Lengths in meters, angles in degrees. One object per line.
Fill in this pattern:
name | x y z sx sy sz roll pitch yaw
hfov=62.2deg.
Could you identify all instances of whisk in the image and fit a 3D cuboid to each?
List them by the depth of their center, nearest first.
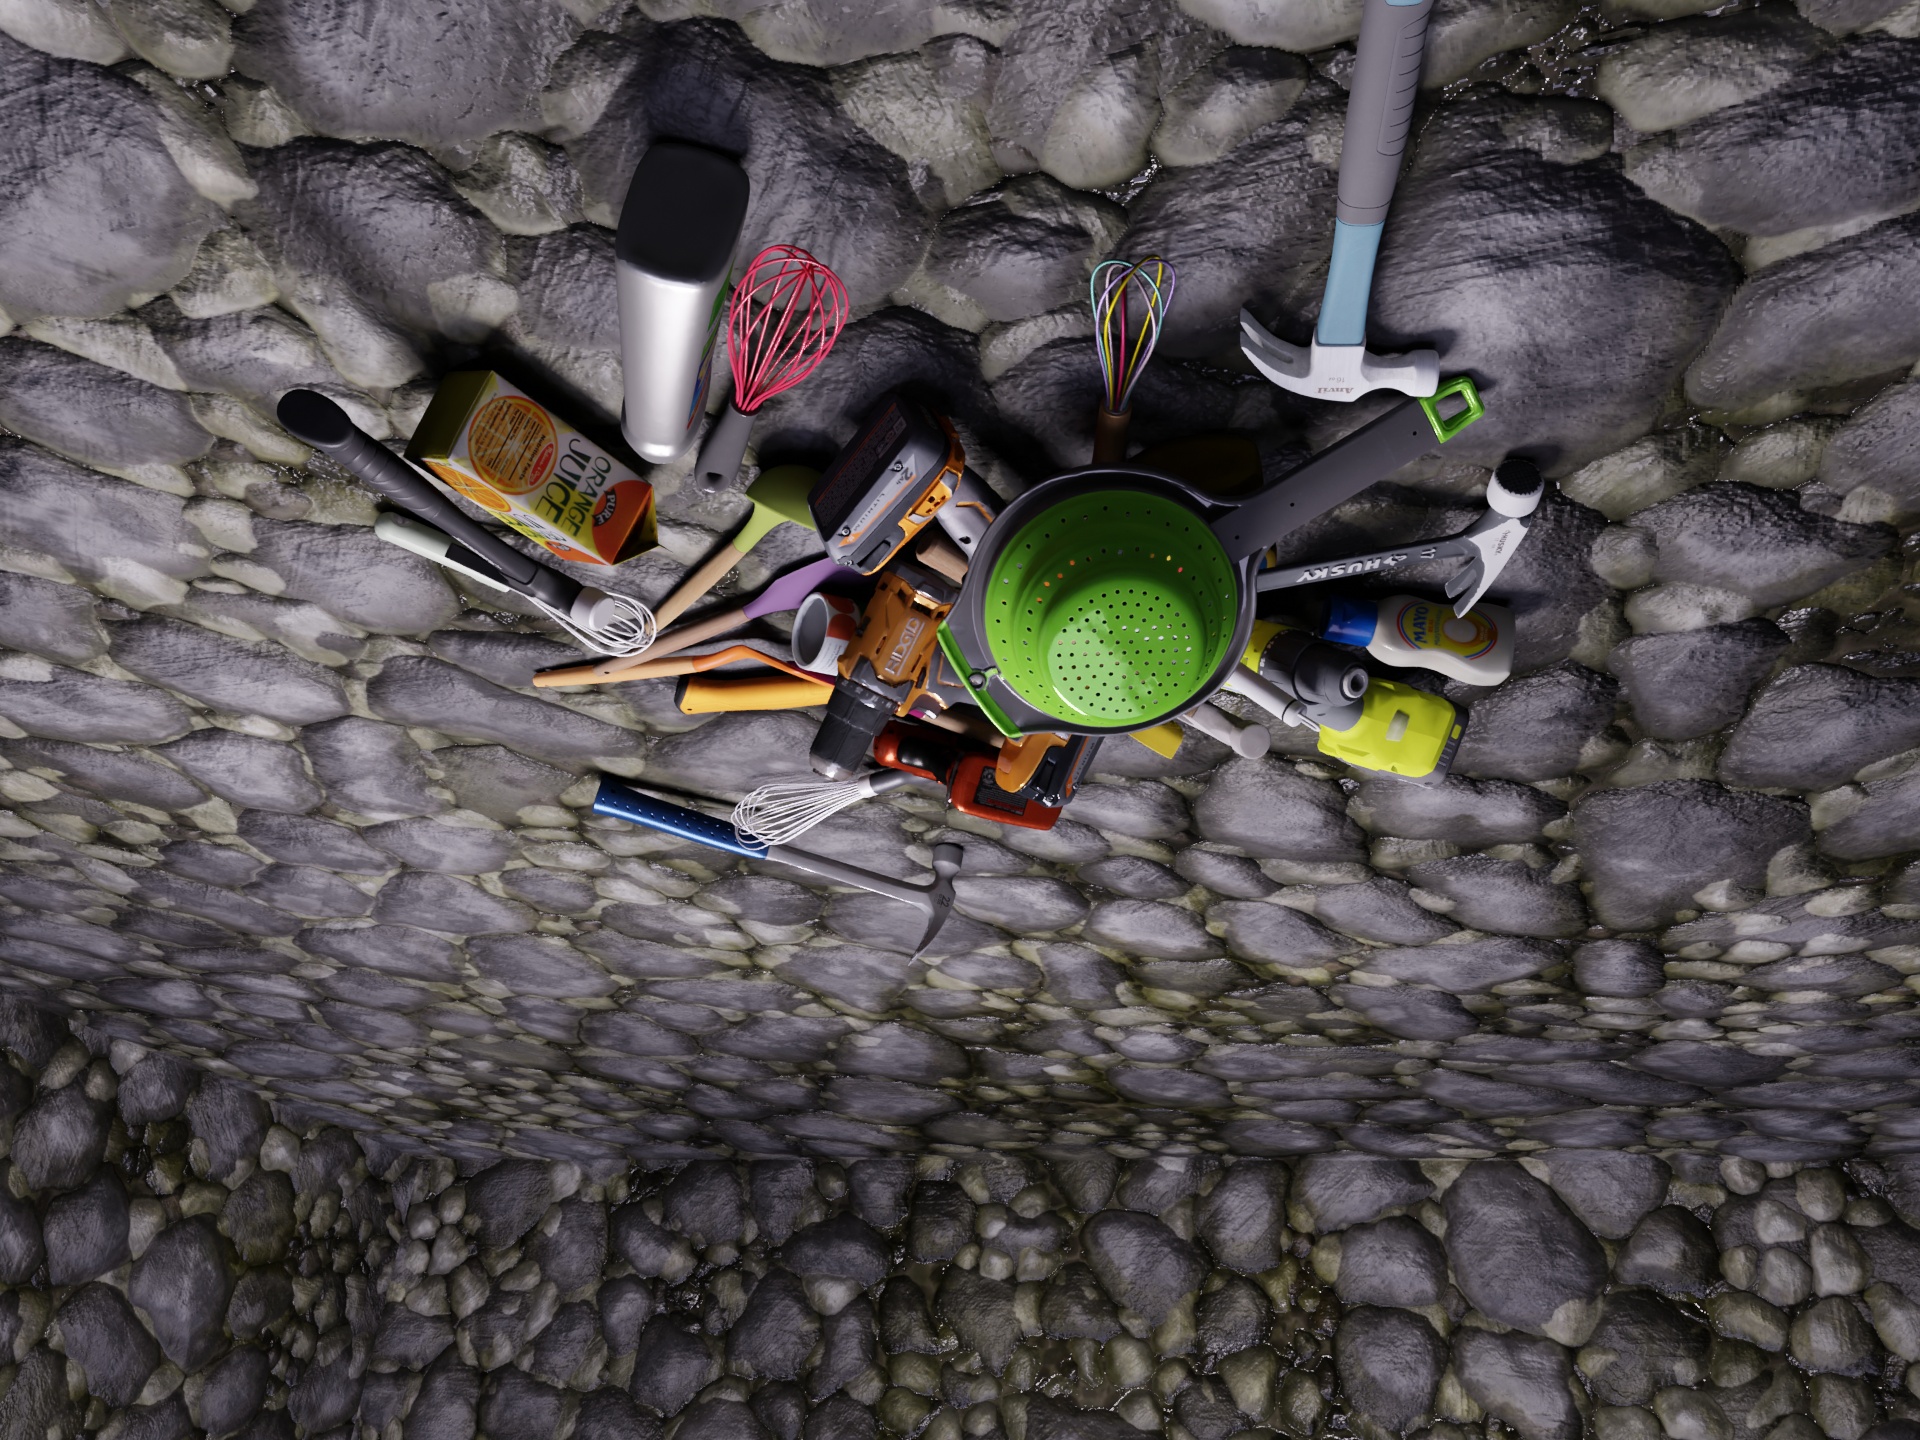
whisk | 0.102 -0.221 1.055 0.051 0.047 0.244 13 156 5
whisk | -0.140 -0.226 1.081 0.073 0.073 0.295 15 157 -16
whisk | -0.371 -0.115 1.336 0.246 0.058 0.059 24 115 -22
whisk | -0.120 0.074 1.634 0.284 0.070 0.070 -18 144 27

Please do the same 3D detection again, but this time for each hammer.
hammer | 0.230 -0.298 0.900 0.128 0.033 0.330 1 151 6
hammer | -0.379 -0.153 1.147 0.146 0.035 0.334 25 172 18
hammer | 0.209 -0.099 1.157 0.409 0.036 0.149 -10 149 -3
hammer | 0.103 -0.065 1.310 0.331 0.031 0.130 30 -178 -23
hammer | -0.103 -0.028 1.459 0.337 0.034 0.127 -3 149 17
hammer | -0.199 0.147 1.726 0.405 0.144 0.035 18 147 -9

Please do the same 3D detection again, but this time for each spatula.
spatula | -0.201 -0.086 1.374 0.316 0.018 0.059 -17 149 30
spatula | -0.260 -0.041 1.443 0.322 0.041 0.081 -4 168 26

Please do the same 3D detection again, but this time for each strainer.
strainer | 0.179 -0.062 1.233 0.259 0.050 0.086 39 170 32

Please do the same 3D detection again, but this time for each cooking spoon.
cooking spoon | -0.013 -0.002 1.419 0.318 0.017 0.069 20 -175 -30

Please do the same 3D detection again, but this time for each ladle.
ladle | -0.190 -0.121 1.282 0.078 0.062 0.320 19 151 -28

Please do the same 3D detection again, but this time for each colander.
colander | 0.174 -0.104 1.057 0.397 0.095 0.204 -30 112 12

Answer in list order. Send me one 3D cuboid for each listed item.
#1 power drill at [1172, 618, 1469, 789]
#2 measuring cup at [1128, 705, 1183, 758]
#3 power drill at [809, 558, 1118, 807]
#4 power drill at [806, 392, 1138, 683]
power drill | 0.304 -0.019 1.289 0.228 0.080 0.191 23 179 -33
measuring cup | 0.147 -0.012 1.372 0.062 0.157 0.029 28 101 -24
power drill | -0.002 -0.004 1.306 0.226 0.185 0.084 27 -178 -23
power drill | 0.002 -0.120 1.164 0.226 0.084 0.164 27 114 -35
